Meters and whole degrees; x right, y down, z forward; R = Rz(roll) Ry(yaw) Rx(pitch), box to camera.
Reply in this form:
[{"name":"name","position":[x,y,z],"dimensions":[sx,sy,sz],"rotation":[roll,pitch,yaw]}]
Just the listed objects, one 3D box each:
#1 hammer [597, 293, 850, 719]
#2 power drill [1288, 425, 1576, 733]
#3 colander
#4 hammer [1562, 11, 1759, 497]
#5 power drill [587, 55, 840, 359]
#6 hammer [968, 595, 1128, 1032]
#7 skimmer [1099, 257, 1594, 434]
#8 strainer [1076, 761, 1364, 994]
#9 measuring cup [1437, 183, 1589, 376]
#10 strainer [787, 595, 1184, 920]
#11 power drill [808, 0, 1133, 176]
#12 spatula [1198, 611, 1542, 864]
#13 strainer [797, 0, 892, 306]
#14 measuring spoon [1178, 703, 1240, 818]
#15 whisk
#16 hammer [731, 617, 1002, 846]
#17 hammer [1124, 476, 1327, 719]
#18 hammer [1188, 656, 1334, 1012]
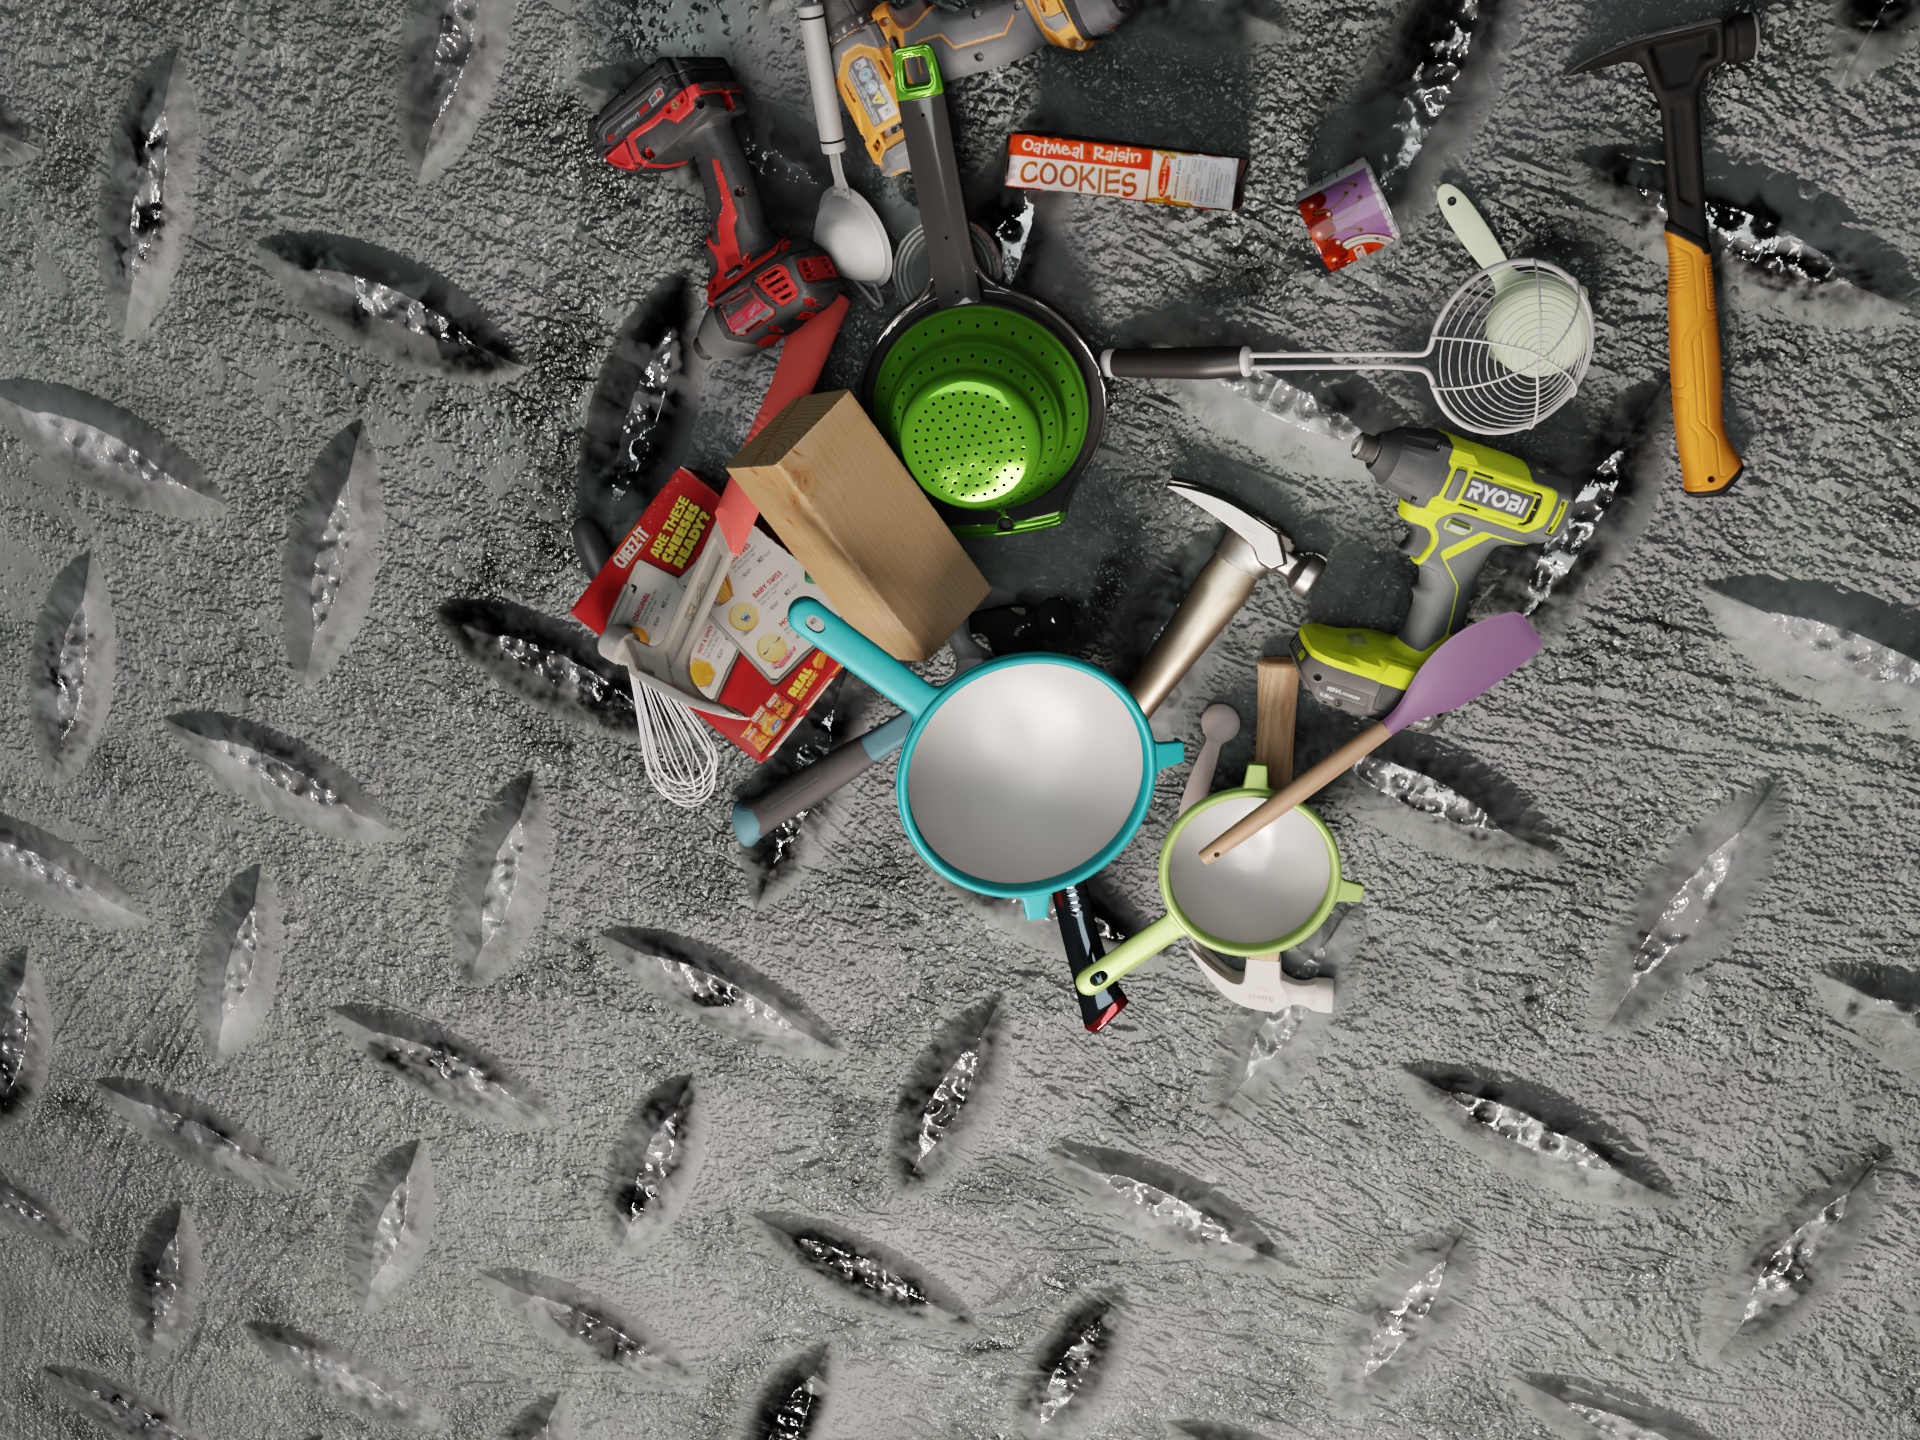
[{"name":"hammer","position":[-0.171,-0.185,1.315],"dimensions":[0.149,0.036,0.359],"rotation":[26,94,22]},{"name":"power drill","position":[0.354,-0.115,1.250],"dimensions":[0.171,0.080,0.223],"rotation":[16,114,-8]},{"name":"colander","position":[-0.003,-0.306,1.228],"dimensions":[0.204,0.095,0.396],"rotation":[-6,120,12]},{"name":"hammer","position":[0.526,-0.327,1.165],"dimensions":[0.127,0.034,0.336],"rotation":[-8,108,16]},{"name":"power drill","position":[-0.198,-0.400,1.268],"dimensions":[0.143,0.078,0.219],"rotation":[-24,96,37]},{"name":"hammer","position":[0.067,0.090,1.396],"dimensions":[0.143,0.038,0.386],"rotation":[-8,101,29]},{"name":"skimmer","position":[0.288,-0.283,1.220],"dimensions":[0.363,0.090,0.127],"rotation":[7,119,30]},{"name":"strainer","position":[0.203,0.150,1.362],"dimensions":[0.256,0.069,0.151],"rotation":[-38,99,17]},{"name":"measuring cup","position":[0.408,-0.331,1.190],"dimensions":[0.083,0.038,0.167],"rotation":[-35,101,23]},{"name":"strainer","position":[-0.002,-0.004,1.273],"dimensions":[0.340,0.095,0.211],"rotation":[36,101,-20]},{"name":"power drill","position":[-0.008,-0.545,1.194],"dimensions":[0.226,0.084,0.185],"rotation":[-23,103,25]},{"name":"spatula","position":[0.315,0.019,1.259],"dimensions":[0.316,0.018,0.059],"rotation":[-39,116,18]},{"name":"strainer","position":[-0.100,-0.440,1.239],"dimensions":[0.087,0.050,0.258],"rotation":[26,136,41]},{"name":"measuring spoon","position":[0.212,0.043,1.388],"dimensions":[0.034,0.018,0.124],"rotation":[23,115,18]},{"name":"whisk","position":[-0.293,-0.053,1.464],"dimensions":[0.070,0.070,0.284],"rotation":[-18,100,19]},{"name":"hammer","position":[-0.090,0.029,1.423],"dimensions":[0.331,0.033,0.128],"rotation":[-31,88,32]},{"name":"hammer","position":[0.139,-0.012,1.379],"dimensions":[0.146,0.038,0.410],"rotation":[33,114,2]},{"name":"hammer","position":[0.268,0.104,1.393],"dimensions":[0.130,0.031,0.331],"rotation":[3,110,12]}]
